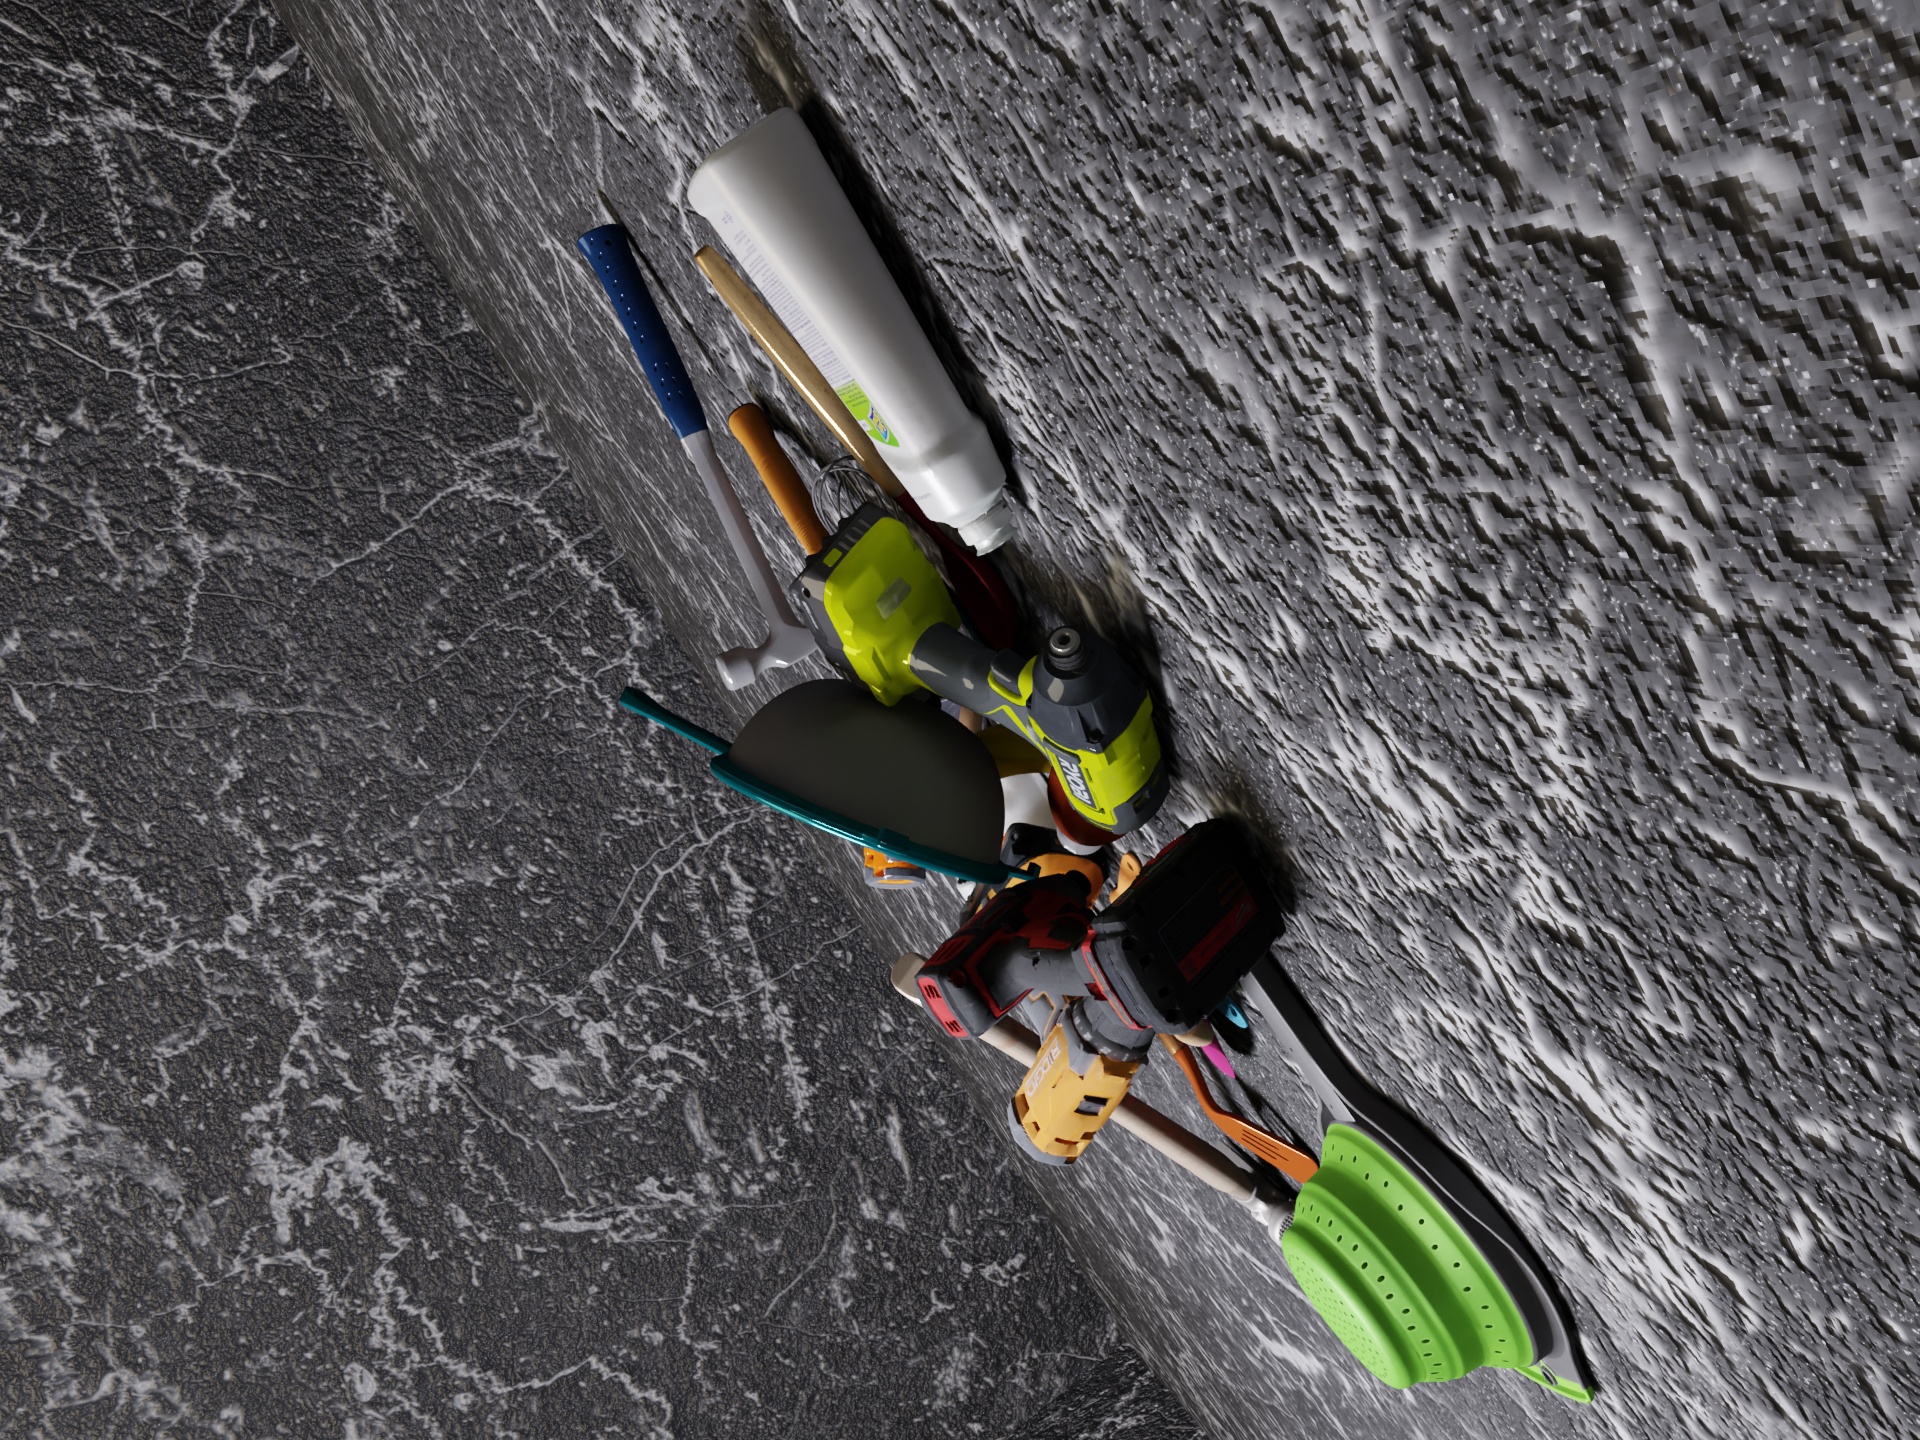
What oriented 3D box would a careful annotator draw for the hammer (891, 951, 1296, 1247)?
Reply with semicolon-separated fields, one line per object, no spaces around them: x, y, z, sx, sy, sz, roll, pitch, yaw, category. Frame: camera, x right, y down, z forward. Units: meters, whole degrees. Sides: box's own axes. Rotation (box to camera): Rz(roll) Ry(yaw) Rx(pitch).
0.106;0.294;1.268;0.410;0.038;0.146;36;176;-23;hammer

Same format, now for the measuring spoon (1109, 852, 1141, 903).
0.120;0.120;1.171;0.021;0.011;0.116;52;168;17;measuring spoon

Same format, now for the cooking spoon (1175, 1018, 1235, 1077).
0.160;0.209;1.062;0.318;0.017;0.069;47;-161;-73;cooking spoon

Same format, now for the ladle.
-0.053;-0.155;0.943;0.315;0.031;0.069;48;172;-33;ladle

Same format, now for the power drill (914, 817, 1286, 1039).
0.079;0.128;0.958;0.219;0.143;0.078;-19;105;54;power drill

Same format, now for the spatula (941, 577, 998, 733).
-0.002;-0.004;1.172;0.082;0.044;0.317;56;158;28;spatula

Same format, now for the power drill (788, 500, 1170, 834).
0.013;-0.036;0.923;0.223;0.080;0.171;30;162;30;power drill

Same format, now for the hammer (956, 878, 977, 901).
0.021;0.150;1.453;0.149;0.036;0.409;55;177;-12;hammer

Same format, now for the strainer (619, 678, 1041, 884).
-0.102;0.006;1.090;0.341;0.095;0.210;24;-178;32;strainer

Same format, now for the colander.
0.218;0.268;0.978;0.397;0.094;0.204;55;168;5;colander

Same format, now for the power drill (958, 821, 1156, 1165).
0.078;0.167;1.113;0.185;0.084;0.226;-62;25;28;power drill

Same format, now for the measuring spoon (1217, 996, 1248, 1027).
0.163;0.165;1.092;0.129;0.021;0.042;45;154;46;measuring spoon

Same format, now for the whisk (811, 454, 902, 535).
-0.042;-0.096;1.155;0.055;0.055;0.238;42;166;49;whisk

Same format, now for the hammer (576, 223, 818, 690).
-0.218;-0.237;1.364;0.405;0.144;0.035;65;166;1;hammer

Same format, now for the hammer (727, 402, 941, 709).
-0.113;-0.140;1.203;0.337;0.034;0.127;59;-175;38;hammer

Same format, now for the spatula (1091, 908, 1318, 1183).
0.170;0.241;1.278;0.323;0.041;0.081;54;170;28;spatula

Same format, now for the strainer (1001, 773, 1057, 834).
0.018;0.039;1.299;0.259;0.050;0.086;45;151;53;strainer

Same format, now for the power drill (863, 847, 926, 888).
-0.060;0.061;1.494;0.226;0.084;0.164;104;166;-74;power drill
